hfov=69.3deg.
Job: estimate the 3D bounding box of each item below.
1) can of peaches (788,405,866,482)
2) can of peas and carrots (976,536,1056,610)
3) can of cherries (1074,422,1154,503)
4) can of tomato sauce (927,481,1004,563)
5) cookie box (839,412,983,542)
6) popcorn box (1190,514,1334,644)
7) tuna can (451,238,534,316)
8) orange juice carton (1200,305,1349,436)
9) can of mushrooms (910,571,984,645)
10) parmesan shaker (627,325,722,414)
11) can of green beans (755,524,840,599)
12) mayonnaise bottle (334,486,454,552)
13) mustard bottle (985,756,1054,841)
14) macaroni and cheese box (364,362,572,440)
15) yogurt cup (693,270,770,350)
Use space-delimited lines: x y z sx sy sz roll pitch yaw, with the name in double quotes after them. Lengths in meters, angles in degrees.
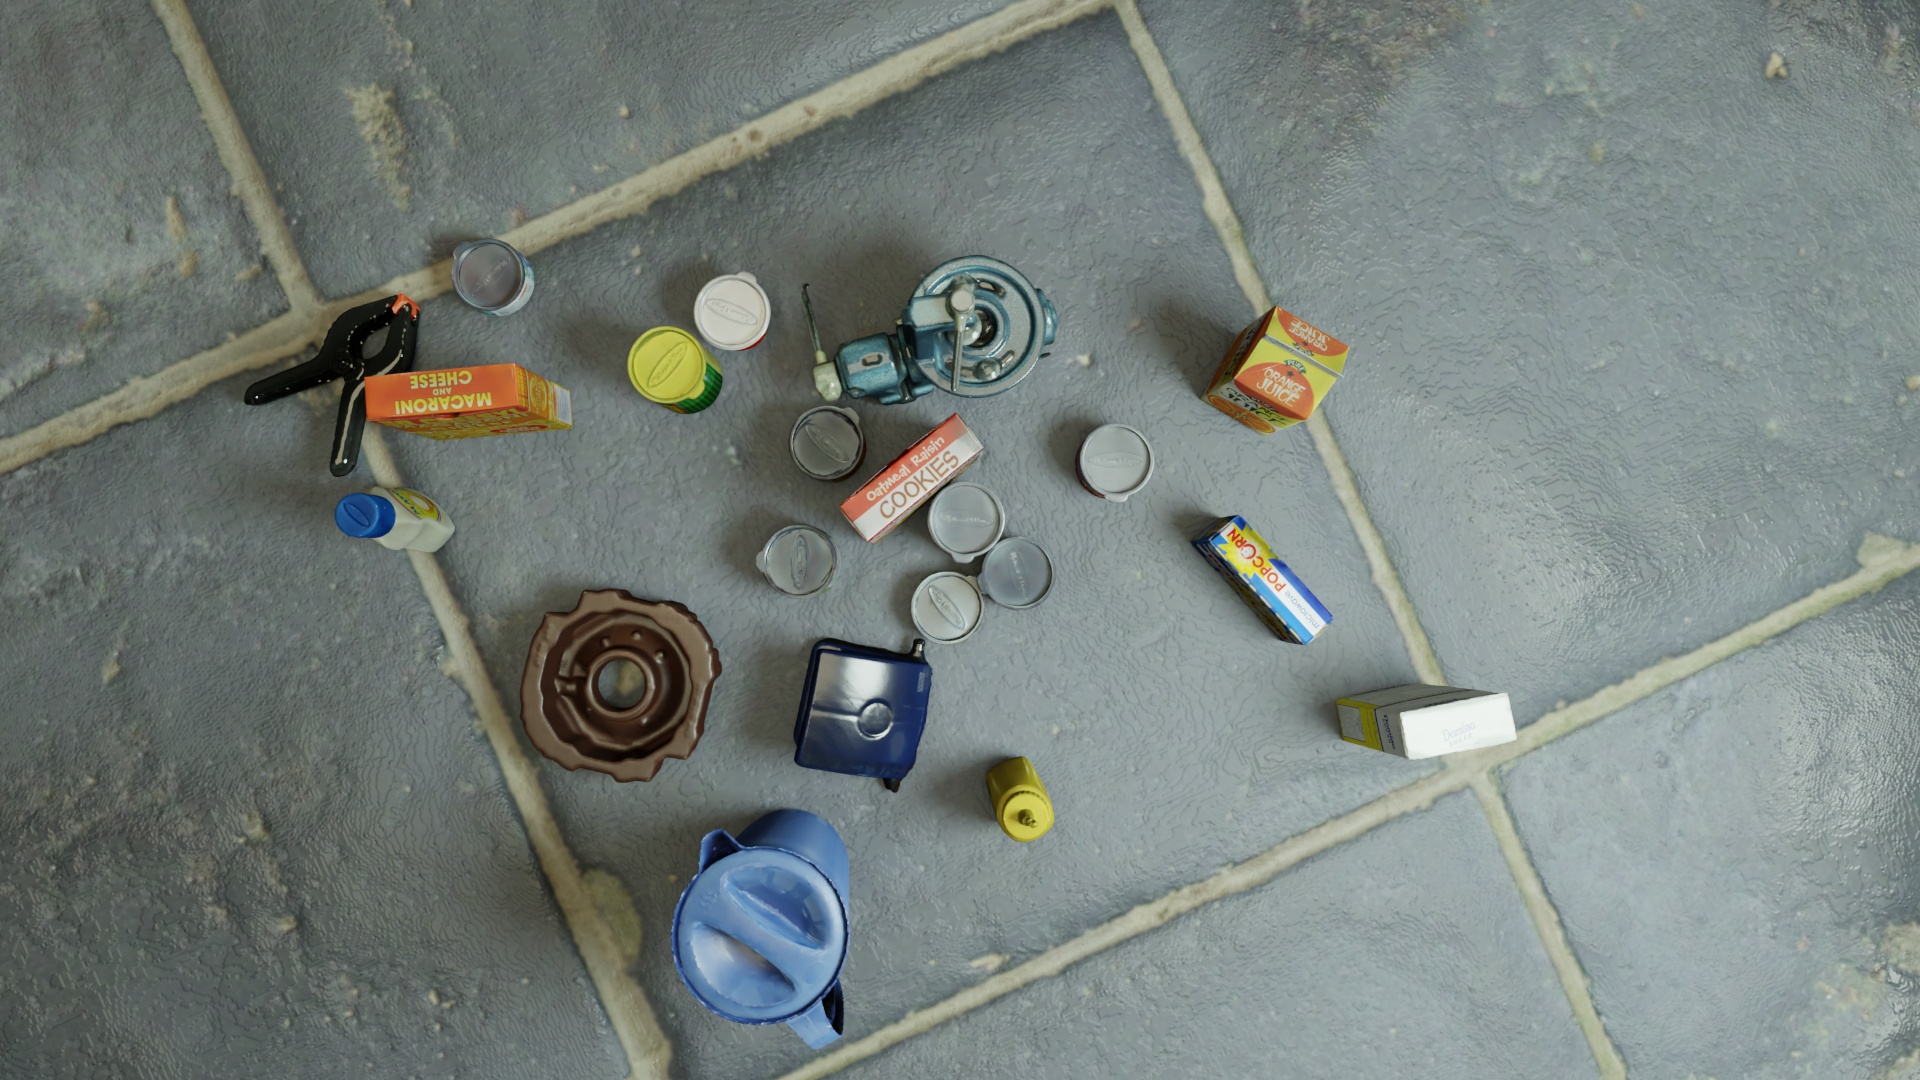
-0.117 -0.087 1.249 0.071 0.058 0.071 0 89 -1 "can of peaches"
0.049 0.030 1.249 0.071 0.058 0.071 0 89 -1 "can of peas and carrots"
0.137 -0.068 1.254 0.071 0.058 0.071 0 89 -1 "can of cherries"
0.004 -0.016 1.237 0.071 0.083 0.071 0 89 -1 "can of tomato sauce"
-0.042 -0.051 1.195 0.123 0.167 0.040 -39 90 -2 "cookie box"
0.268 0.035 1.241 0.038 0.085 0.126 -42 90 -2 "popcorn box"
-0.425 -0.240 1.259 0.071 0.033 0.071 0 89 -1 "tuna can"
0.271 -0.145 1.192 0.072 0.192 0.073 30 89 -1 "orange juice carton"
-0.010 0.059 1.260 0.071 0.033 0.071 0 89 -1 "can of mushrooms"
-0.248 -0.146 1.225 0.071 0.103 0.071 0 89 -1 "parmesan shaker"
-0.142 0.019 1.246 0.071 0.058 0.071 0 89 -1 "can of green beans"
-0.488 -0.019 1.194 0.065 0.148 0.041 42 89 0 "mayonnaise bottle"
0.052 0.227 1.193 0.049 0.160 0.065 -24 90 -1 "mustard bottle"
-0.415 -0.116 1.189 0.124 0.166 0.040 -6 89 -1 "macaroni and cheese box"
-0.203 -0.202 1.253 0.072 0.054 0.072 0 89 -1 "yogurt cup"
